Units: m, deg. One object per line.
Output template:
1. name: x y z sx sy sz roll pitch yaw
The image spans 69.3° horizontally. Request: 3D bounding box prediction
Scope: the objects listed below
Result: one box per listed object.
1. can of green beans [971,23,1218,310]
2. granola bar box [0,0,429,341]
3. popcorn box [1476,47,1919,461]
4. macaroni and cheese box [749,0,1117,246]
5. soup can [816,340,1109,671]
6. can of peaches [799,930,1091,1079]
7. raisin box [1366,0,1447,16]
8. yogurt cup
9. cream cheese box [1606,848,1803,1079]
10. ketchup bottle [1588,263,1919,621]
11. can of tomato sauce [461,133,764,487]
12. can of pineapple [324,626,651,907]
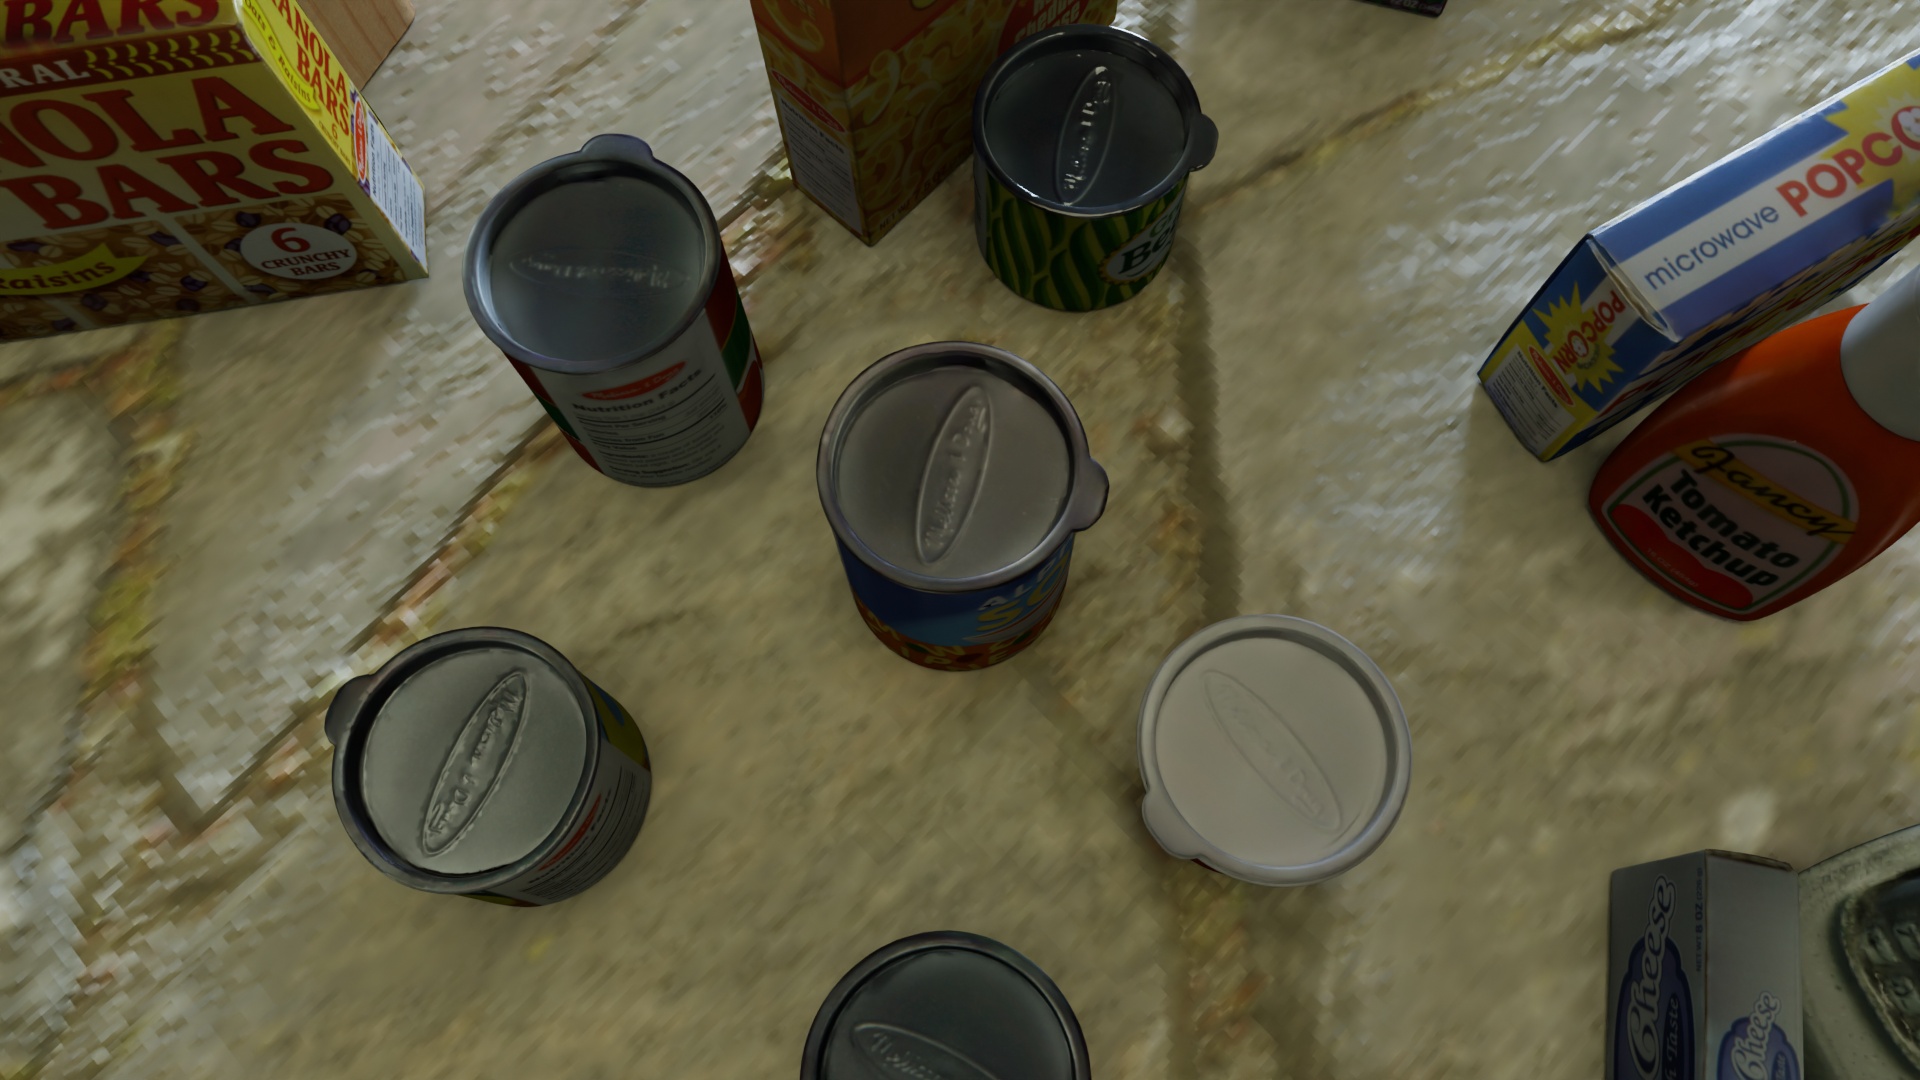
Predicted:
1. can of green beans: 0.037 -0.112 0.425 0.071 0.057 0.071 0 71 1
2. granola bar box: -0.256 -0.109 0.394 0.166 0.124 0.039 -9 71 -2
3. popcorn box: 0.220 -0.079 0.395 0.127 0.085 0.038 -29 73 -9
4. macaroni and cheese box: -0.002 -0.175 0.390 0.040 0.166 0.124 41 76 14
5. soup can: 0.001 -0.005 0.374 0.071 0.083 0.071 0 71 1
6. can of peaches: -0.004 0.133 0.339 0.071 0.058 0.071 0 71 1
7. raisin box: 0.127 -0.225 0.428 0.086 0.123 0.040 16 72 7
8. yogurt cup: 0.078 0.058 0.366 0.072 0.053 0.072 0 71 1
9. cream cheese box: 0.180 0.131 0.339 0.024 0.053 0.104 9 71 4
10. ketchup bottle: 0.215 -0.027 0.343 0.065 0.148 0.043 41 77 14
11. can of tomato sauce: -0.094 -0.062 0.396 0.071 0.083 0.071 0 71 1
12. can of pineapple: -0.122 0.060 0.367 0.071 0.057 0.071 0 71 1
